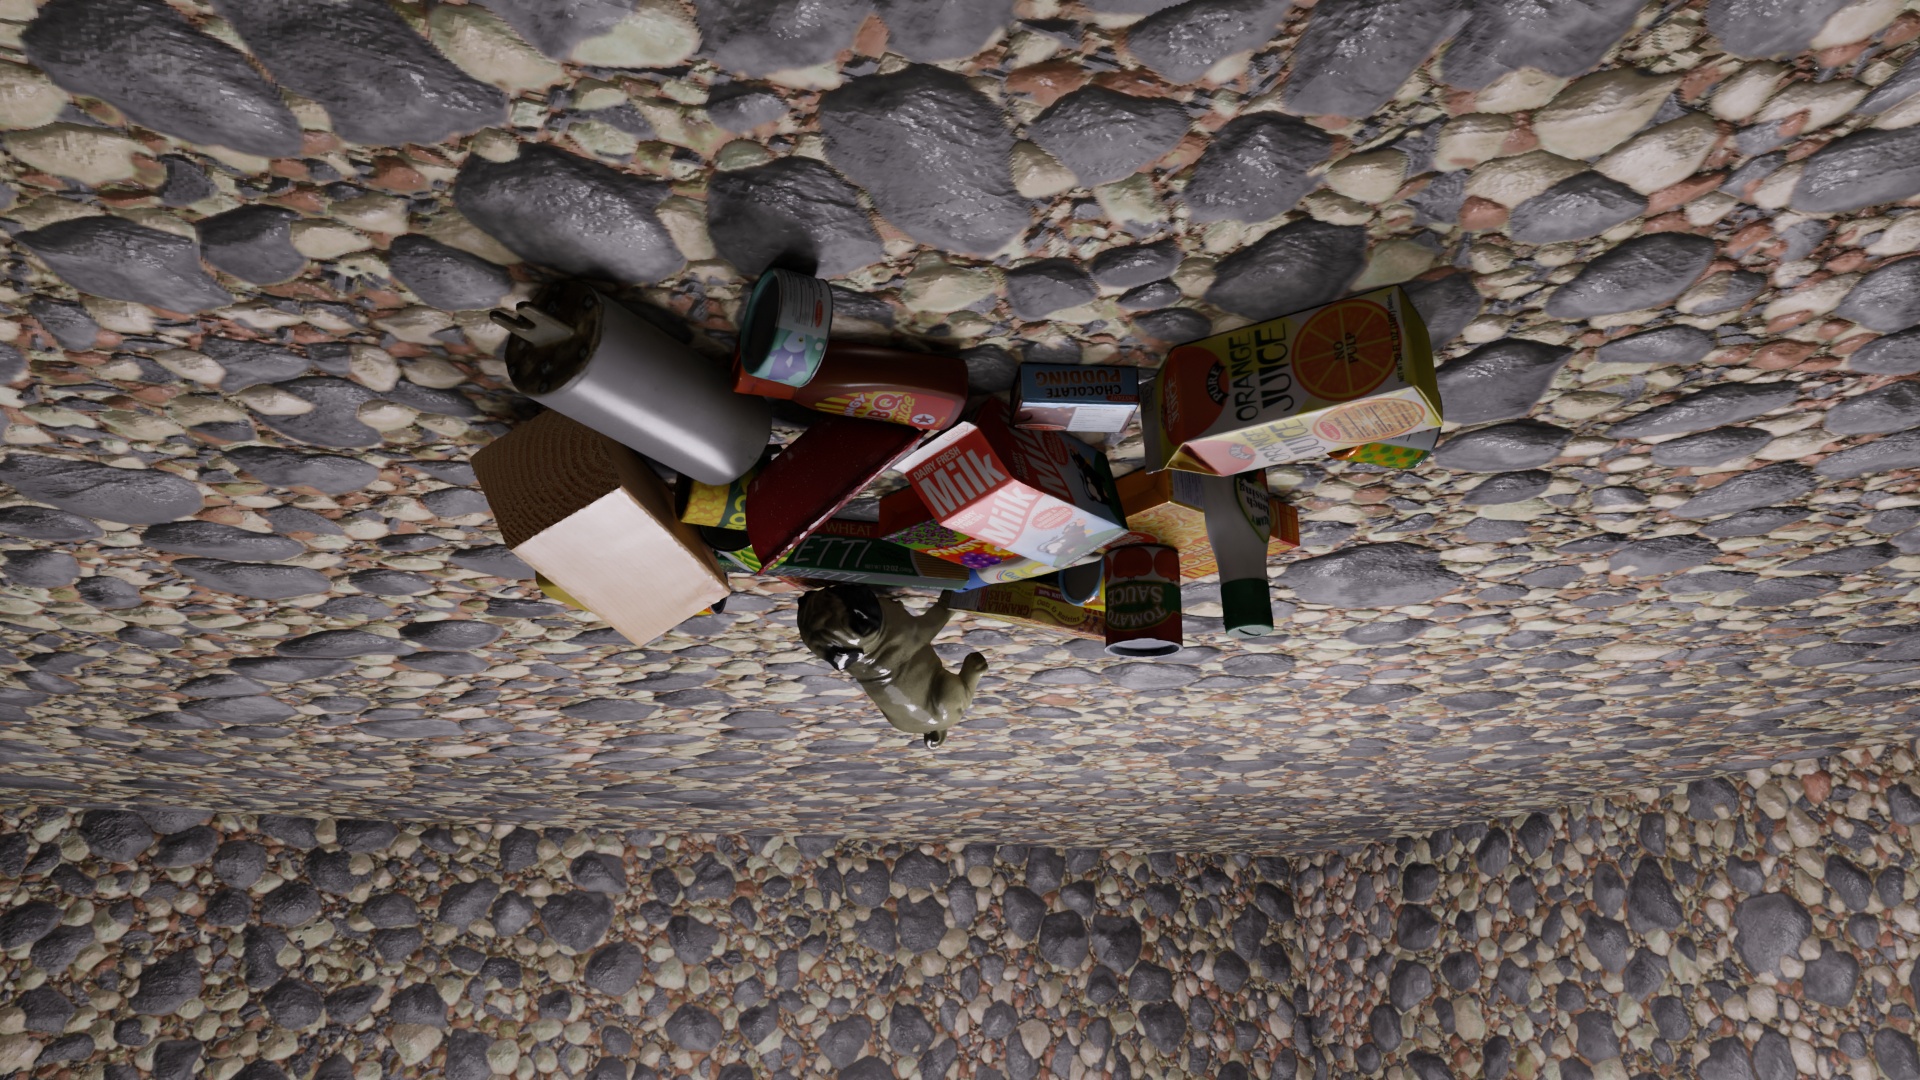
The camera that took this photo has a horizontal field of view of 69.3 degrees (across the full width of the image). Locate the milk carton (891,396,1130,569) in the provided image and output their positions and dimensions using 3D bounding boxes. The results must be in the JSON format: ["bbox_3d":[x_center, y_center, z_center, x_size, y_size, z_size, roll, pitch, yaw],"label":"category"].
[{"bbox_3d":[0.037,-0.044,1.021,0.072,0.074,0.190,-31,148,30],"label":"milk carton"}]

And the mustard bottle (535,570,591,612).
[{"bbox_3d":[-0.328,0.044,1.298,0.065,0.049,0.160,-8,160,19],"label":"mustard bottle"}]

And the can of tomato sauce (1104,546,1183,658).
[{"bbox_3d":[0.155,0.053,1.184,0.071,0.083,0.071,1,162,0],"label":"can of tomato sauce"}]

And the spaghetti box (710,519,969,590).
[{"bbox_3d":[-0.114,0.008,1.212,0.250,0.050,0.028,5,157,-17],"label":"spaghetti box"}]

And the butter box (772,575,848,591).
[{"bbox_3d":[-0.118,0.021,1.287,0.103,0.024,0.053,-13,157,27],"label":"butter box"}]

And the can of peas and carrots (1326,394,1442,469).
[{"bbox_3d":[0.287,-0.084,0.960,0.059,0.071,0.070,6,159,-18],"label":"can of peas and carrots"}]

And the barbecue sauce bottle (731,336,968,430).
[{"bbox_3d":[-0.073,-0.105,0.910,0.149,0.044,0.064,7,159,-20],"label":"barbecue sauce bottle"}]

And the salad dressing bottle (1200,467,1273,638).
[{"bbox_3d":[0.215,0.000,1.067,0.044,0.148,0.064,-18,155,37],"label":"salad dressing bottle"}]

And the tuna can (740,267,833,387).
[{"bbox_3d":[-0.104,-0.125,0.819,0.033,0.071,0.071,11,156,-28],"label":"tuna can"}]

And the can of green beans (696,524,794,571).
[{"bbox_3d":[-0.171,-0.013,1.125,0.071,0.071,0.057,-7,160,14],"label":"can of green beans"}]

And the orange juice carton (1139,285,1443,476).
[{"bbox_3d":[0.207,-0.096,0.912,0.192,0.072,0.073,-13,157,28],"label":"orange juice carton"}]

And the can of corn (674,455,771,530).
[{"bbox_3d":[-0.179,-0.040,1.042,0.058,0.071,0.071,8,158,-22],"label":"can of corn"}]

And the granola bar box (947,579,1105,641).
[{"bbox_3d":[0.090,0.068,1.359,0.165,0.039,0.124,15,173,-38],"label":"granola bar box"}]

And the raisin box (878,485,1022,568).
[{"bbox_3d":[0.004,-0.015,1.173,0.086,0.040,0.123,-20,154,39],"label":"raisin box"}]

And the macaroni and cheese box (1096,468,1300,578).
[{"bbox_3d":[0.188,-0.015,1.183,0.166,0.040,0.123,15,156,-37],"label":"macaroni and cheese box"}]

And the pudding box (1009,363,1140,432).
[{"bbox_3d":[0.078,-0.098,0.960,0.084,0.030,0.049,1,161,-6],"label":"pudding box"}]

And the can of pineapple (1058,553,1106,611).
[{"bbox_3d":[0.131,0.034,1.271,0.058,0.071,0.070,14,155,-33],"label":"can of pineapple"}]

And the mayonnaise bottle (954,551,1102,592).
[{"bbox_3d":[0.052,0.014,1.253,0.148,0.041,0.065,-17,159,36],"label":"mayonnaise bottle"}]

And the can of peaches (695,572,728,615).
[{"bbox_3d":[-0.249,0.035,1.253,0.058,0.071,0.071,-4,160,9],"label":"can of peaches"}]
